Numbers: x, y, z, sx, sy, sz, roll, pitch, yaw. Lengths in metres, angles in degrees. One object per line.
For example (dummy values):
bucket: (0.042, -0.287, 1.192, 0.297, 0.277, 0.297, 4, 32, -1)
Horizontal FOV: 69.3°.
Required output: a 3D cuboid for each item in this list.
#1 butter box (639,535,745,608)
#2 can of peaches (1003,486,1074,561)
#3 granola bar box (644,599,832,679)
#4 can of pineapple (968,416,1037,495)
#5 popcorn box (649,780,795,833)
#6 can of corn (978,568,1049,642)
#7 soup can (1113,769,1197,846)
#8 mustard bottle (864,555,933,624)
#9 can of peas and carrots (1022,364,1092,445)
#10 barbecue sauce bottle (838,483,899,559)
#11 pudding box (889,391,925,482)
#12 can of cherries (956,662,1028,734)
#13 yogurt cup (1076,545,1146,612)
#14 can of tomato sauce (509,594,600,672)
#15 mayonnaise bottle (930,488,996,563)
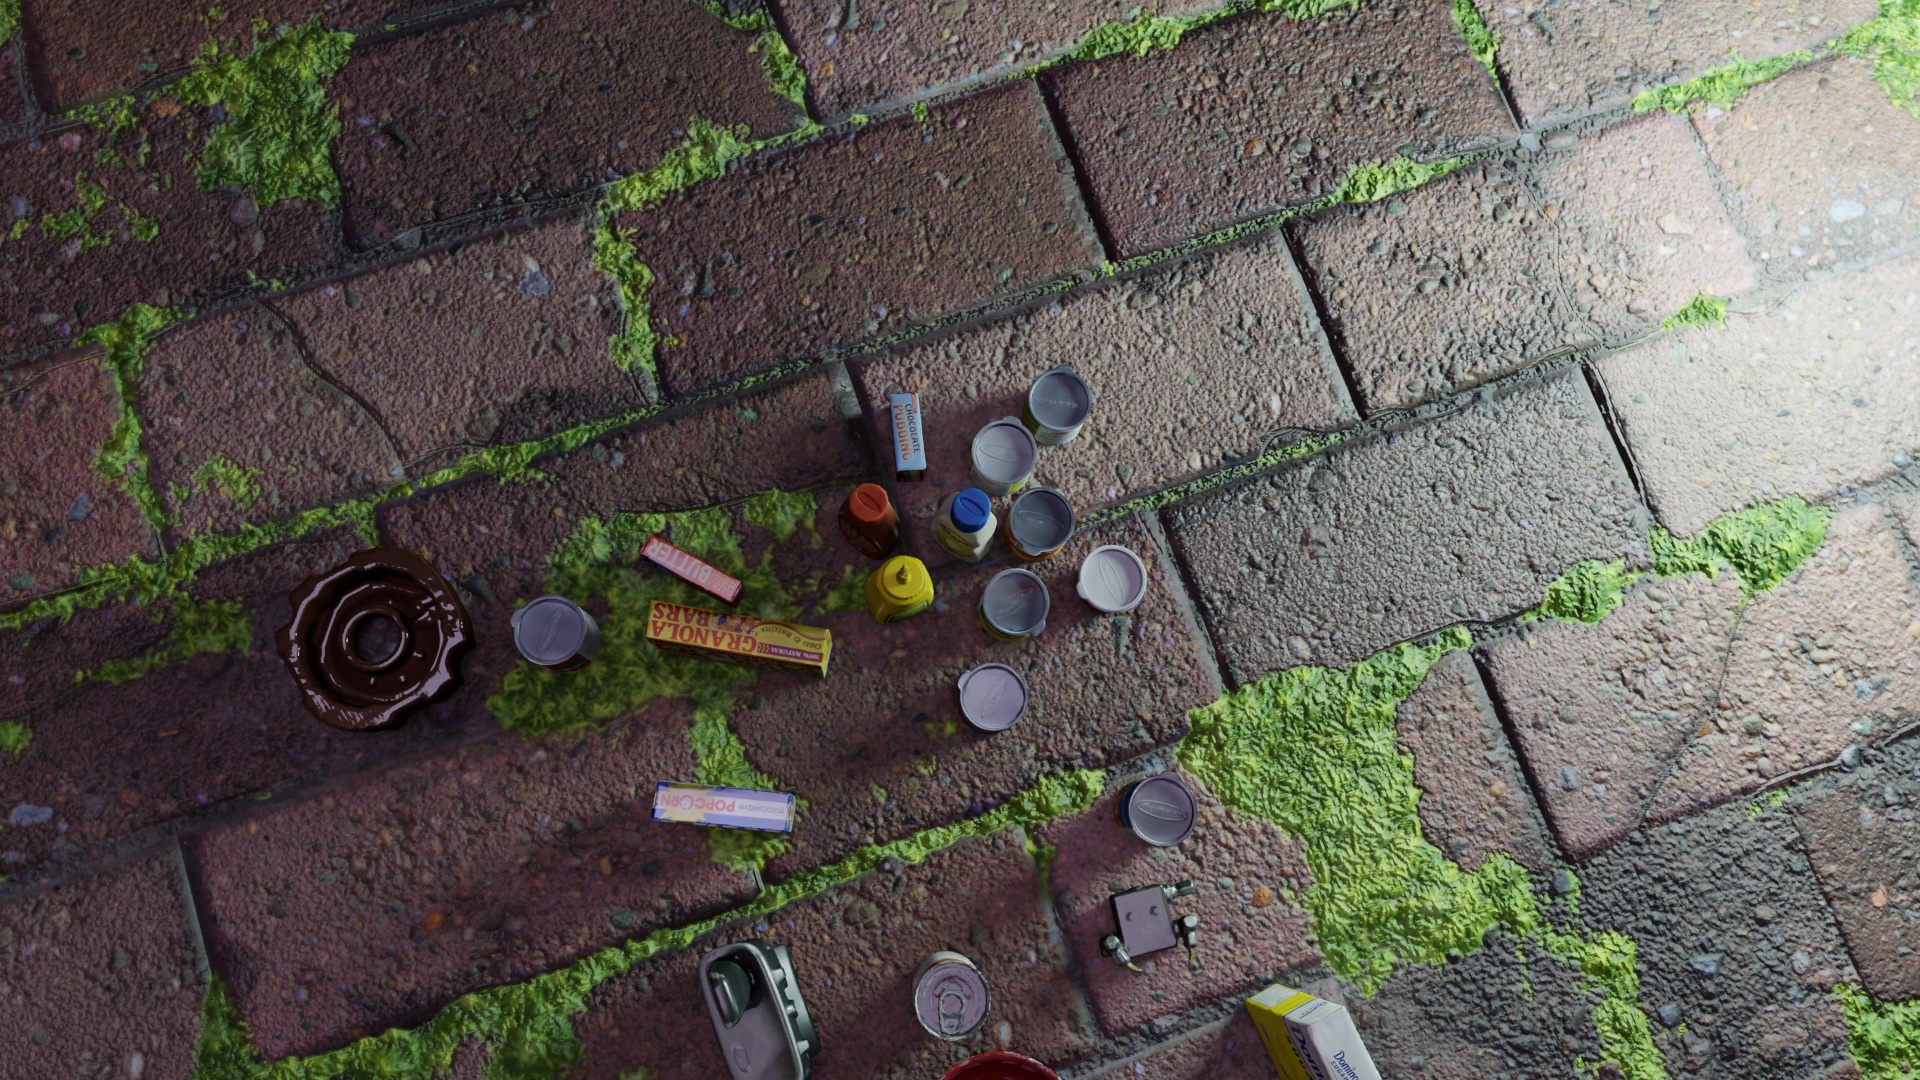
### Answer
butter box: (-0.263, 0.031, 1.371, 0.103, 0.053, 0.024, 27, 78, 2)
can of peaches: (0.078, -0.013, 1.403, 0.071, 0.058, 0.071, 1, 78, -4)
granola bar box: (-0.208, 0.097, 1.325, 0.166, 0.124, 0.039, 10, 78, -2)
can of pineapple: (0.043, -0.085, 1.415, 0.071, 0.057, 0.071, 1, 78, -4)
popcorn box: (-0.221, 0.252, 1.311, 0.127, 0.085, 0.038, 6, 78, -3)
can of corn: (0.054, 0.068, 1.384, 0.071, 0.058, 0.071, 1, 78, -4)
soup can: (0.188, 0.259, 1.341, 0.071, 0.083, 0.071, 1, 78, -4)
mustard bottle: (-0.058, 0.045, 1.329, 0.065, 0.160, 0.049, -22, 81, -8)
can of peas and carrots: (0.099, -0.139, 1.430, 0.071, 0.058, 0.071, 1, 78, -4)
barbecue sauce bottle: (-0.089, -0.022, 1.346, 0.065, 0.148, 0.044, 40, 79, 4)
pudding box: (-0.054, -0.105, 1.417, 0.030, 0.049, 0.084, -5, 79, -5)
can of cherries: (0.029, 0.154, 1.364, 0.071, 0.058, 0.071, 1, 78, -4)
yogurt cup: (0.149, 0.042, 1.398, 0.072, 0.054, 0.072, 1, 78, -4)
can of tomato sauce: (-0.388, 0.091, 1.334, 0.071, 0.083, 0.071, 1, 78, -4)
mayonnaise bottle: (0.005, -0.017, 1.352, 0.065, 0.147, 0.041, 35, 79, 3)
